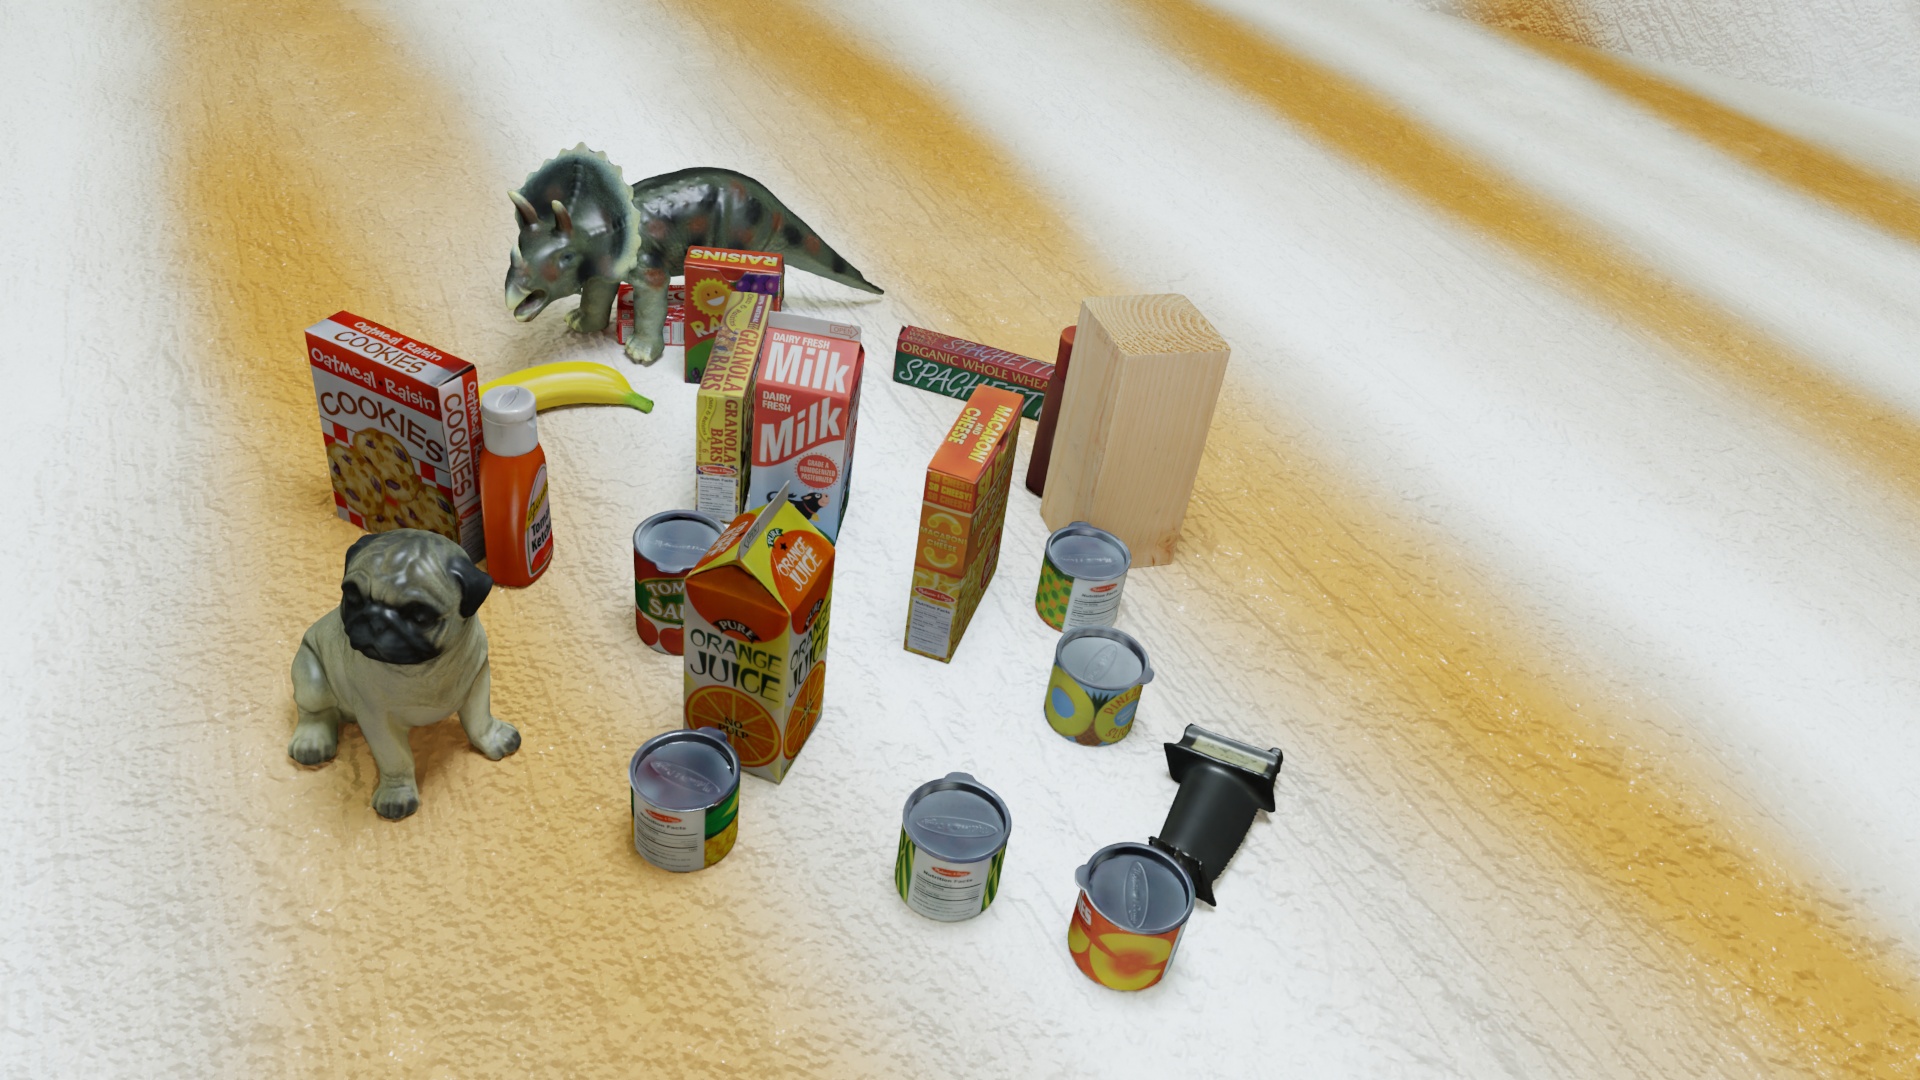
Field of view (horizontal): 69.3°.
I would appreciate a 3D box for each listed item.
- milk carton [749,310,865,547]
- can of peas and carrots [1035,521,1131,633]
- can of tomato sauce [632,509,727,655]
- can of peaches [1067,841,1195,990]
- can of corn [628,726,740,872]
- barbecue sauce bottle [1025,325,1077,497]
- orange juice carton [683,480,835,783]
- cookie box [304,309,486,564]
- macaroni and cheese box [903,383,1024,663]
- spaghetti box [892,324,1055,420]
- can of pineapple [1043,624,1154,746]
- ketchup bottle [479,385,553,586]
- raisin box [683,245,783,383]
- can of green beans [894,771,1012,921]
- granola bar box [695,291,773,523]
[{"bbox_3d":[-0.118,-0.089,1.073,0.072,0.189,0.074,9,37,1],"label":"milk carton"},{"bbox_3d":[0.093,0.029,1.071,0.071,0.058,0.071,6,38,-4],"label":"can of peas and carrots"},{"bbox_3d":[-0.199,0.031,0.990,0.071,0.082,0.071,6,37,-4],"label":"can of tomato sauce"},{"bbox_3d":[0.098,0.222,0.824,0.071,0.057,0.071,6,38,-4],"label":"can of peaches"},{"bbox_3d":[-0.168,0.158,0.853,0.071,0.058,0.071,6,38,-4],"label":"can of corn"},{"bbox_3d":[0.092,-0.109,1.176,0.044,0.147,0.065,27,41,22],"label":"barbecue sauce bottle"},{"bbox_3d":[-0.128,0.056,0.883,0.073,0.191,0.072,17,38,11],"label":"orange juice carton"},{"bbox_3d":[-0.405,-0.071,1.011,0.123,0.166,0.040,22,39,17],"label":"cookie box"},{"bbox_3d":[0.004,-0.013,1.019,0.040,0.165,0.124,16,38,10],"label":"macaroni and cheese box"},{"bbox_3d":[0.057,-0.144,1.295,0.250,0.049,0.029,16,38,10],"label":"spaghetti box"},{"bbox_3d":[0.096,0.103,0.977,0.071,0.057,0.071,6,38,-4],"label":"can of pineapple"},{"bbox_3d":[-0.323,-0.041,1.004,0.043,0.148,0.065,10,37,1],"label":"ketchup bottle"},{"bbox_3d":[-0.205,-0.200,1.253,0.086,0.122,0.040,5,38,-5],"label":"raisin box"},{"bbox_3d":[-0.005,0.188,0.847,0.071,0.057,0.071,6,38,-4],"label":"can of green beans"},{"bbox_3d":[-0.185,-0.112,1.143,0.039,0.123,0.166,6,37,-3],"label":"granola bar box"}]
